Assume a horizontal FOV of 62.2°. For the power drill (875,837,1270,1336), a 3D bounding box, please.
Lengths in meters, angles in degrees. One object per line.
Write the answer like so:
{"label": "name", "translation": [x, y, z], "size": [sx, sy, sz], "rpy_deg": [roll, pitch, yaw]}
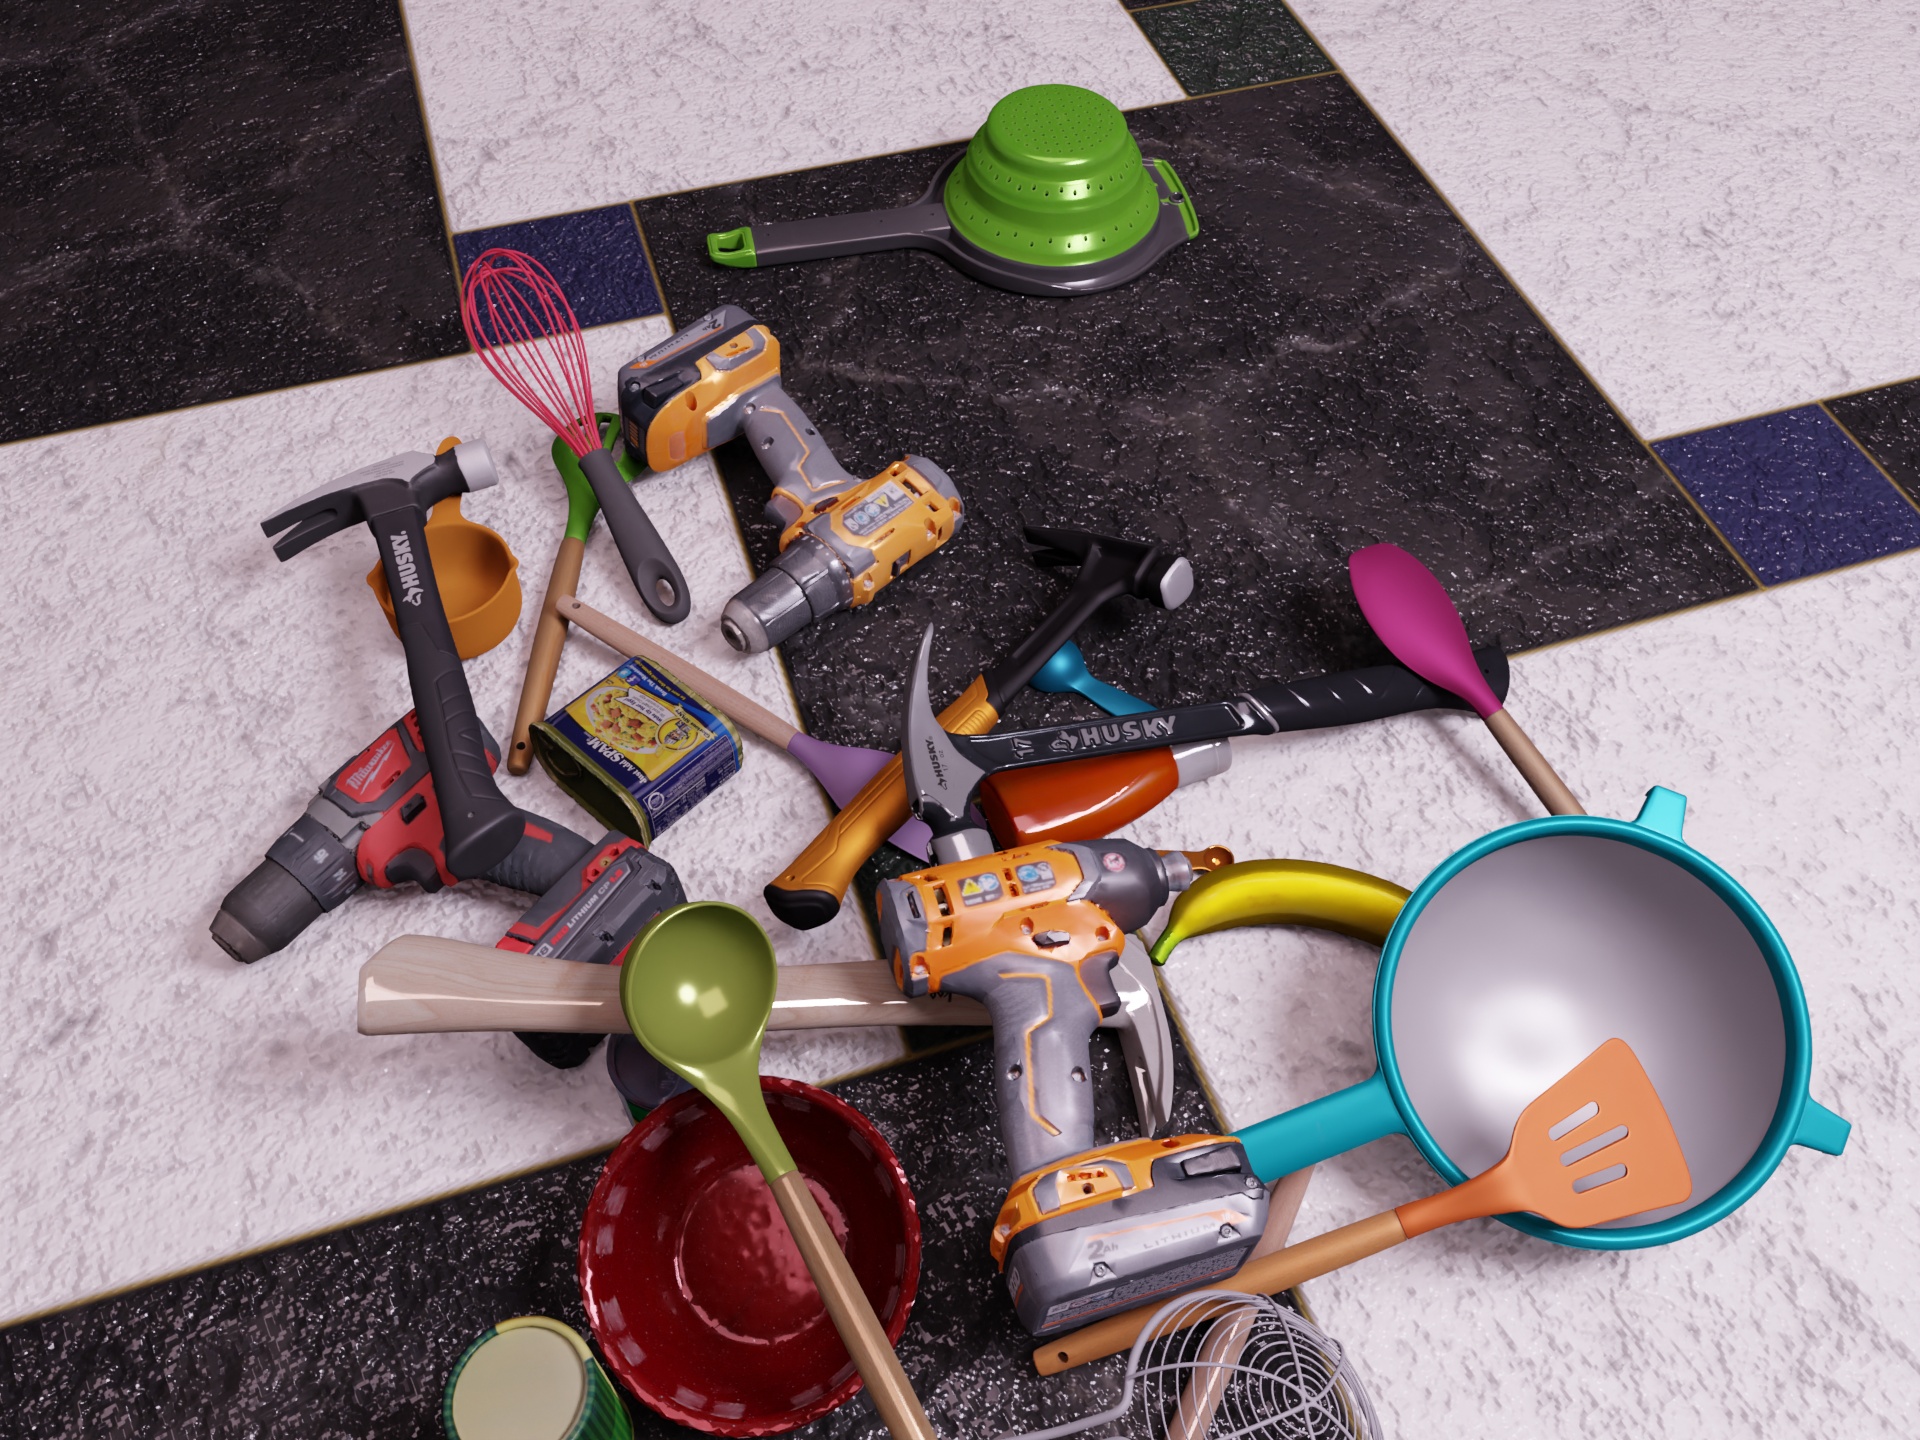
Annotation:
{"label": "power drill", "translation": [0.065, 0.158, 0.768], "size": [0.164, 0.084, 0.227], "rpy_deg": [-13, 57, -12]}

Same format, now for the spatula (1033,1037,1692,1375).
{"label": "spatula", "translation": [0.185, 0.247, 0.755], "size": [0.322, 0.041, 0.081], "rpy_deg": [-23, 80, 6]}

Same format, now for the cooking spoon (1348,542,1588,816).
{"label": "cooking spoon", "translation": [0.335, 0.017, 0.951], "size": [0.068, 0.017, 0.319], "rpy_deg": [-20, 67, -27]}

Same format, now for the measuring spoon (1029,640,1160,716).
{"label": "measuring spoon", "translation": [0.094, -0.020, 1.007], "size": [0.129, 0.021, 0.042], "rpy_deg": [30, 59, 20]}

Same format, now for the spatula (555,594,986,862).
{"label": "spatula", "translation": [-0.123, -0.001, 0.986], "size": [0.316, 0.018, 0.060], "rpy_deg": [29, 54, 14]}

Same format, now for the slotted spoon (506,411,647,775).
{"label": "slotted spoon", "translation": [-0.261, -0.098, 1.059], "size": [0.070, 0.031, 0.314], "rpy_deg": [7, 55, -5]}

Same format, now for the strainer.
{"label": "strainer", "translation": [0.253, 0.183, 0.822], "size": [0.340, 0.095, 0.211], "rpy_deg": [-21, 76, 0]}

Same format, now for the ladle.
{"label": "ladle", "translation": [-0.063, 0.221, 0.700], "size": [0.078, 0.062, 0.320], "rpy_deg": [-16, 62, -33]}

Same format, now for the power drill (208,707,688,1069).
{"label": "power drill", "translation": [-0.285, 0.099, 0.885], "size": [0.227, 0.080, 0.188], "rpy_deg": [29, 61, 23]}

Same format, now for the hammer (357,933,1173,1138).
{"label": "hammer", "translation": [-0.088, 0.149, 0.809], "size": [0.410, 0.038, 0.146], "rpy_deg": [2, 53, -18]}

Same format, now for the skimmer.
{"label": "skimmer", "translation": [0.005, 0.344, 0.710], "size": [0.363, 0.090, 0.127], "rpy_deg": [-16, 47, 9]}

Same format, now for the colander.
{"label": "colander", "translation": [-0.005, -0.426, 1.259], "size": [0.397, 0.094, 0.205], "rpy_deg": [-10, 54, -8]}

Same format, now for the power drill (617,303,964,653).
{"label": "power drill", "translation": [-0.136, -0.157, 1.065], "size": [0.226, 0.084, 0.185], "rpy_deg": [43, 64, 15]}

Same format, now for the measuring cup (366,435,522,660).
{"label": "measuring cup", "translation": [-0.335, -0.113, 1.055], "size": [0.095, 0.052, 0.174], "rpy_deg": [-7, 52, -6]}

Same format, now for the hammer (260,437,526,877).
{"label": "hammer", "translation": [-0.318, -0.042, 0.935], "size": [0.146, 0.035, 0.335], "rpy_deg": [-19, 51, -11]}

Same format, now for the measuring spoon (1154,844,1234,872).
{"label": "measuring spoon", "translation": [0.103, 0.087, 0.939], "size": [0.117, 0.011, 0.021], "rpy_deg": [-4, 55, 1]}

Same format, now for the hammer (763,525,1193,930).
{"label": "hammer", "translation": [-0.002, -0.003, 0.959], "size": [0.127, 0.034, 0.337], "rpy_deg": [18, 53, 39]}

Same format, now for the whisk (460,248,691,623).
{"label": "whisk", "translation": [-0.255, -0.192, 1.067], "size": [0.073, 0.073, 0.296], "rpy_deg": [-26, 80, -19]}

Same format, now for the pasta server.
{"label": "pasta server", "translation": [0.105, 0.330, 0.742], "size": [0.060, 0.040, 0.316], "rpy_deg": [17, 53, 26]}

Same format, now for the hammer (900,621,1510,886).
{"label": "hammer", "translation": [0.156, -0.005, 0.940], "size": [0.409, 0.036, 0.149], "rpy_deg": [-8, 68, -22]}
